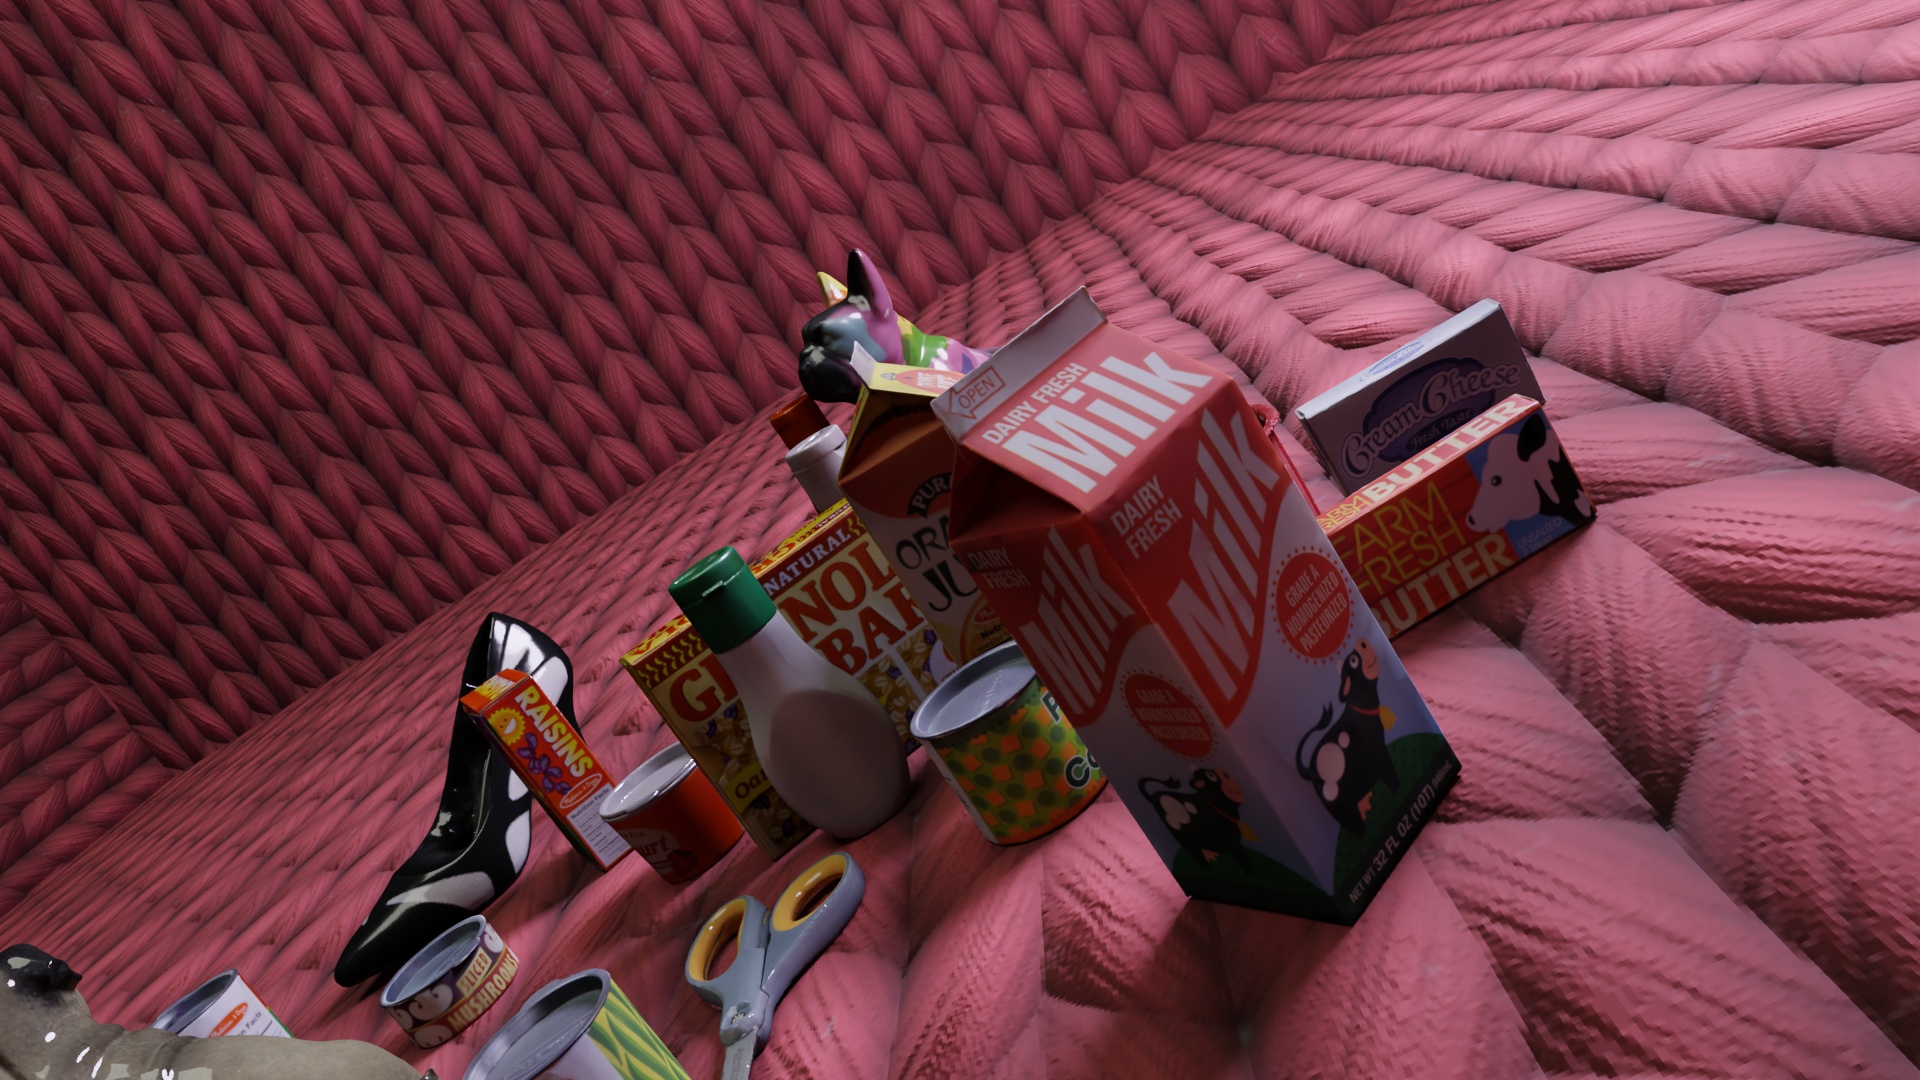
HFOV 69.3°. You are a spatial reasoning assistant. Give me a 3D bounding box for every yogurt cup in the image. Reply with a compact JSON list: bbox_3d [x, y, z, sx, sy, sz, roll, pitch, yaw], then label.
[{"bbox_3d":[-0.152,0.147,0.751,0.072,0.054,0.072,-31,14,9],"label":"yogurt cup"}]

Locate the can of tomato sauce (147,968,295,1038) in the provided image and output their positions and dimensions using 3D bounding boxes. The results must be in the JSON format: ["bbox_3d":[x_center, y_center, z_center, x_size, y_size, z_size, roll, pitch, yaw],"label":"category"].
[{"bbox_3d":[-0.396,0.287,0.752,0.071,0.083,0.071,-31,14,9],"label":"can of tomato sauce"}]

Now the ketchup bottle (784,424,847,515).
[{"bbox_3d":[-0.048,0.003,0.812,0.043,0.148,0.065,-25,16,30],"label":"ketchup bottle"}]

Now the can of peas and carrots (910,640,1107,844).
[{"bbox_3d":[0.024,0.082,0.575,0.071,0.058,0.071,-31,14,9],"label":"can of peas and carrots"}]

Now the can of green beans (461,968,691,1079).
[{"bbox_3d":[-0.143,0.206,0.522,0.071,0.057,0.071,-31,14,9],"label":"can of green beans"}]

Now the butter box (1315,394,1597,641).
[{"bbox_3d":[0.185,-0.007,0.534,0.103,0.053,0.024,-32,14,4],"label":"butter box"}]

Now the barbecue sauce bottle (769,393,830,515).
[{"bbox_3d":[-0.088,-0.040,1.046,0.064,0.148,0.044,-21,18,42],"label":"barbecue sauce bottle"}]

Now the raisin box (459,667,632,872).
[{"bbox_3d":[-0.249,0.138,0.849,0.040,0.123,0.086,-39,15,-22],"label":"raisin box"}]

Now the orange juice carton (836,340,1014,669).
[{"bbox_3d":[0.002,-0.008,0.650,0.073,0.192,0.072,-31,14,8],"label":"orange juice carton"}]

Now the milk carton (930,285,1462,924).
[{"bbox_3d":[0.065,0.019,0.424,0.073,0.190,0.073,-41,16,-29],"label":"milk carton"}]

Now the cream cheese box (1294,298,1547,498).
[{"bbox_3d":[0.218,-0.064,0.658,0.103,0.053,0.024,-31,14,10],"label":"cream cheese box"}]

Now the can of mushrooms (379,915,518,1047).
[{"bbox_3d":[-0.275,0.238,0.752,0.071,0.033,0.071,-31,14,9],"label":"can of mushrooms"}]

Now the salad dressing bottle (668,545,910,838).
[{"bbox_3d":[-0.081,0.071,0.657,0.064,0.147,0.044,-34,14,-5],"label":"salad dressing bottle"}]

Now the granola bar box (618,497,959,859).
[{"bbox_3d":[-0.068,0.061,0.711,0.166,0.124,0.039,-37,14,-16],"label":"granola bar box"}]
